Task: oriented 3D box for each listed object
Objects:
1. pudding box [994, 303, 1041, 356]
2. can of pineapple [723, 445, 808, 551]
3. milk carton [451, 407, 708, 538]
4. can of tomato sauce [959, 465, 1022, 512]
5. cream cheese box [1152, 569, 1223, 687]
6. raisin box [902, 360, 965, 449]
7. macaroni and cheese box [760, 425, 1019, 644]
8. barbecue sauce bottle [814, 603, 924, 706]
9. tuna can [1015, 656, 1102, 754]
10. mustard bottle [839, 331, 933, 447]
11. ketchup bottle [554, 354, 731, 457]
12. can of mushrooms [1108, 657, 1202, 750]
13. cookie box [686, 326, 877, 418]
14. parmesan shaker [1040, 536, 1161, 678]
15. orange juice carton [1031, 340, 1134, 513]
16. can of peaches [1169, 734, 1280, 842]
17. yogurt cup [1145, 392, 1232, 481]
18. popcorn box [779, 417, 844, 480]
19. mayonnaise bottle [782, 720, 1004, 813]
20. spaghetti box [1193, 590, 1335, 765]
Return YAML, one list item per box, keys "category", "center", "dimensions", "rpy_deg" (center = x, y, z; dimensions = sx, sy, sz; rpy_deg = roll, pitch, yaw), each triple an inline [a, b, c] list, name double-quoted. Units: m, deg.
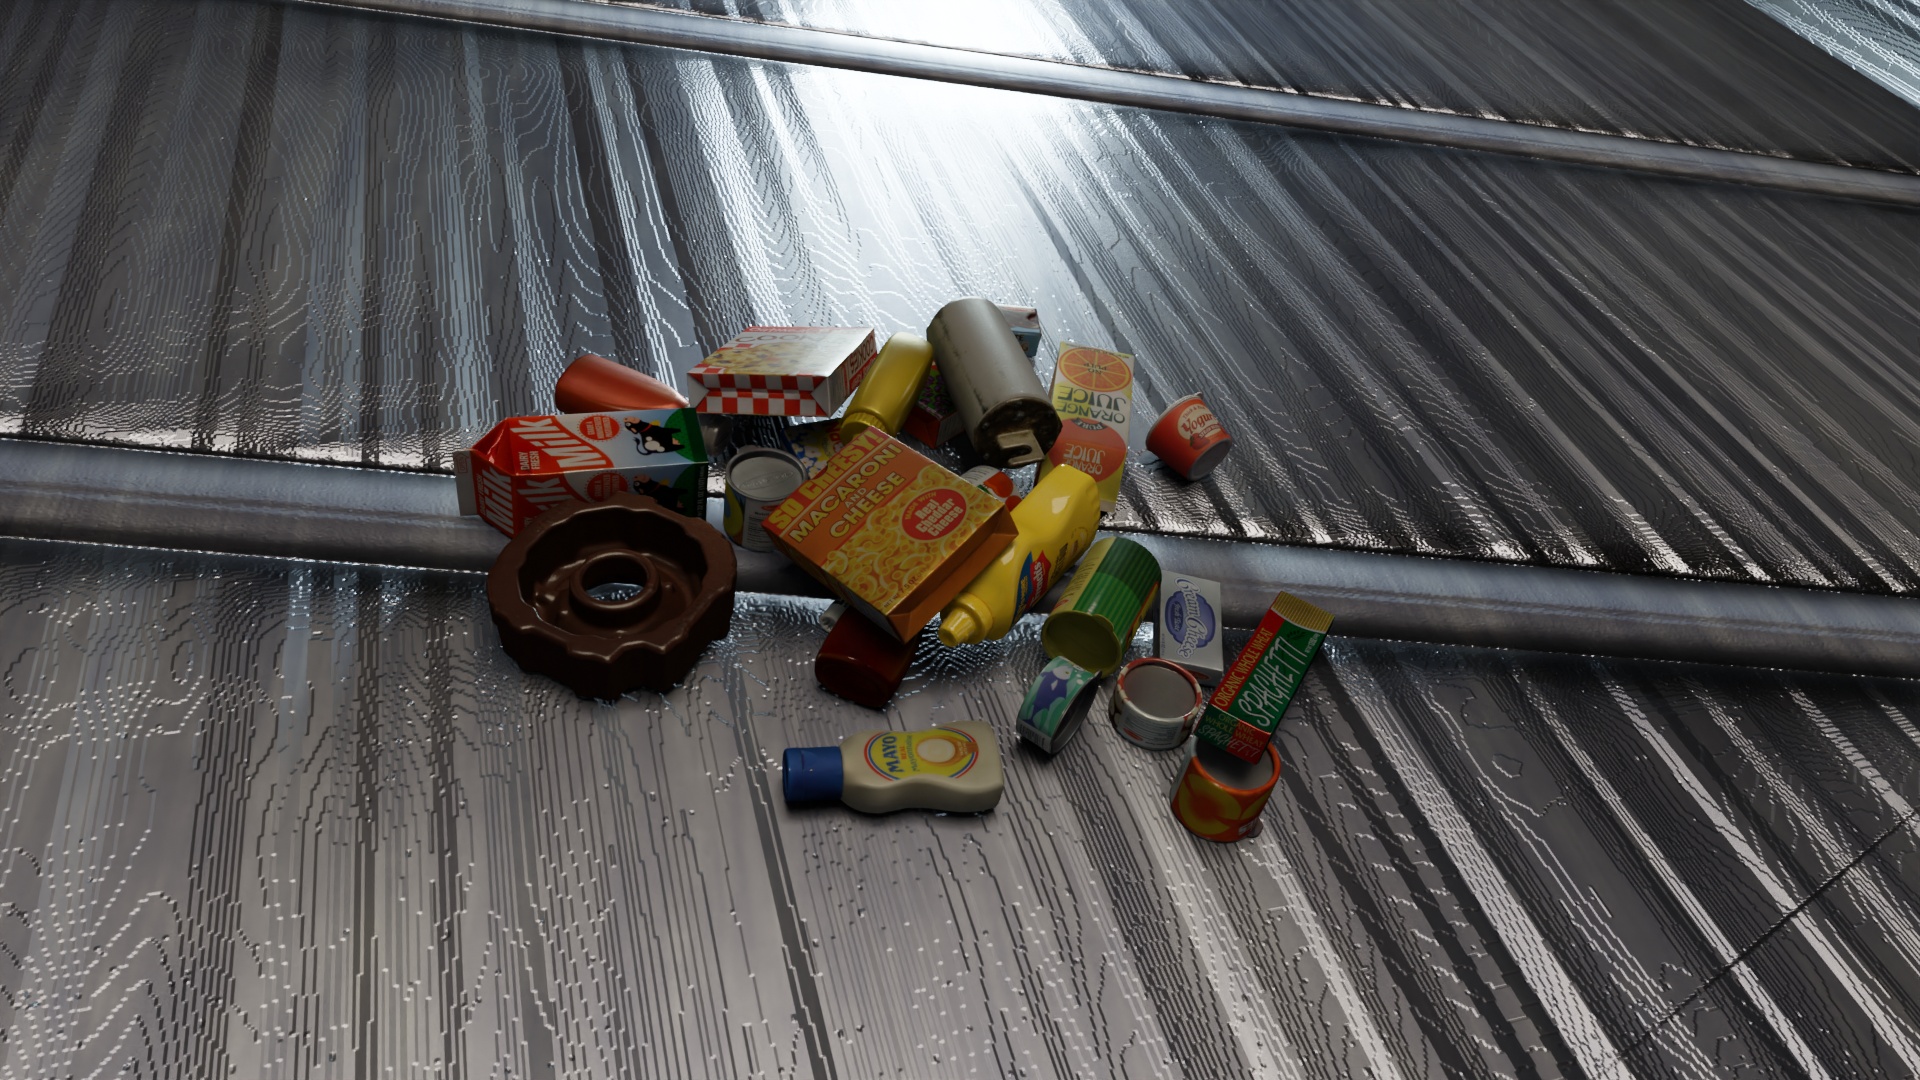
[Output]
- category: "pudding box"
  center: [0.037, -0.213, 1.396]
  dimensions: [0.084, 0.030, 0.050]
  rpy_deg: [3, 41, -10]
- category: "can of pineapple"
  center: [-0.160, -0.035, 1.134]
  dimensions: [0.071, 0.057, 0.071]
  rpy_deg: [7, 42, -6]
- category: "milk carton"
  center: [-0.302, -0.053, 1.110]
  dimensions: [0.191, 0.072, 0.074]
  rpy_deg: [-6, 45, -19]
- category: "can of tomato sauce"
  center: [0.004, -0.014, 1.143]
  dimensions: [0.071, 0.070, 0.083]
  rpy_deg: [32, 43, 21]
- category: "cream cheese box"
  center: [0.184, 0.071, 1.123]
  dimensions: [0.053, 0.024, 0.104]
  rpy_deg: [12, 42, -2]
- category: "raisin box"
  center: [-0.014, -0.144, 1.301]
  dimensions: [0.086, 0.039, 0.124]
  rpy_deg: [34, 46, 24]
- category: "macaroni and cheese box"
  center: [-0.057, -0.010, 1.058]
  dimensions: [0.124, 0.040, 0.167]
  rpy_deg: [-43, 47, -16]
- category: "barbecue sauce bottle"
  center: [-0.055, 0.059, 1.066]
  dimensions: [0.065, 0.043, 0.149]
  rpy_deg: [22, 42, 7]
- category: "tuna can"
  center: [0.072, 0.117, 1.012]
  dimensions: [0.033, 0.070, 0.071]
  rpy_deg: [30, 45, 20]
- category: "mustard bottle"
  center: [-0.068, -0.115, 1.184]
  dimensions: [0.049, 0.065, 0.161]
  rpy_deg: [23, 43, 2]
- category: "ketchup bottle"
  center: [-0.273, -0.114, 1.206]
  dimensions: [0.149, 0.043, 0.065]
  rpy_deg: [21, 41, 10]
- category: "can of mushrooms"
  center: [0.148, 0.121, 1.052]
  dimensions: [0.071, 0.033, 0.071]
  rpy_deg: [6, 42, -5]
- category: "cookie box"
  center: [-0.152, -0.151, 1.225]
  dimensions: [0.123, 0.040, 0.168]
  rpy_deg: [3, 23, 10]
- category: "parmesan shaker"
  center: [0.114, 0.050, 1.094]
  dimensions: [0.071, 0.071, 0.103]
  rpy_deg: [23, 43, 13]
- category: "orange juice carton"
  center: [0.110, -0.093, 1.249]
  dimensions: [0.072, 0.072, 0.194]
  rpy_deg: [12, 42, 0]
- category: "can of peaches"
  center: [0.190, 0.172, 0.988]
  dimensions: [0.071, 0.057, 0.071]
  rpy_deg: [6, 42, -6]
- category: "yogurt cup"
  center: [0.212, -0.092, 1.280]
  dimensions: [0.073, 0.072, 0.054]
  rpy_deg: [-24, 61, -33]
- category: "popcorn box"
  center: [-0.094, -0.053, 1.184]
  dimensions: [0.085, 0.038, 0.127]
  rpy_deg: [-11, 46, -25]
- category: "mayonnaise bottle"
  center: [-0.047, 0.158, 0.960]
  dimensions: [0.148, 0.041, 0.065]
  rpy_deg: [-1, 45, -14]
- category: "spaghetti box"
  center: [0.234, 0.097, 1.047]
  dimensions: [0.050, 0.028, 0.251]
  rpy_deg: [26, 25, 16]
